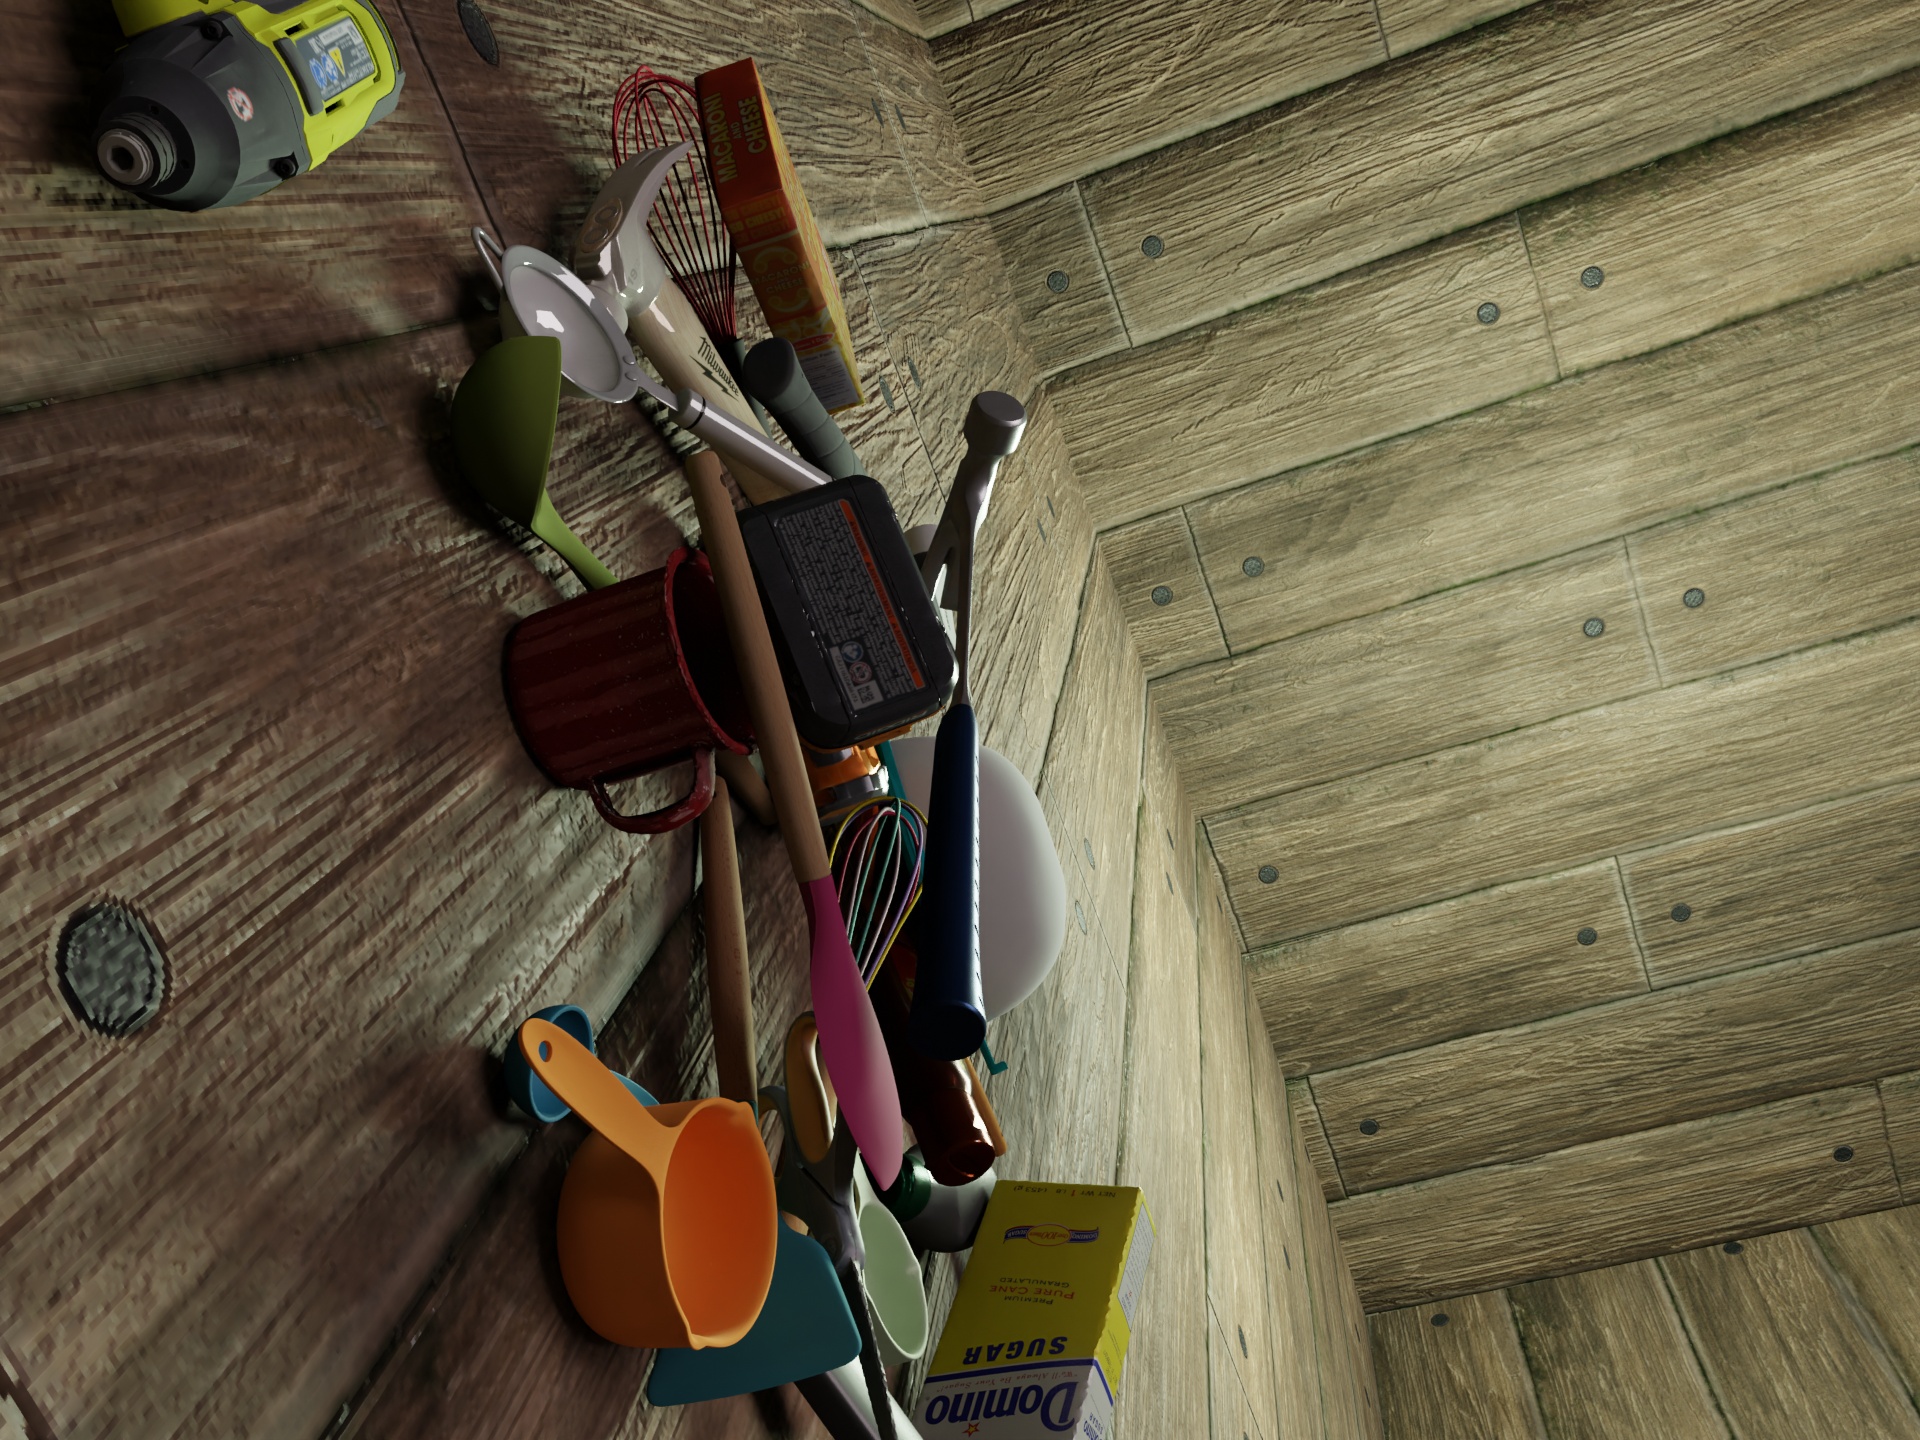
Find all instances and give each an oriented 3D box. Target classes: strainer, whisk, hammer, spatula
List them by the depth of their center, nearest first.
[{"bbox_3d":[-0.101,0.143,0.705,0.044,0.082,0.318,78,-1,-50],"label":"spatula"},{"bbox_3d":[-0.056,0.142,0.778,0.047,0.051,0.245,27,56,-22],"label":"whisk"},{"bbox_3d":[-0.144,-0.157,0.791,0.258,0.050,0.087,27,37,-41],"label":"strainer"},{"bbox_3d":[-0.001,-0.003,0.822,0.406,0.035,0.144,-87,-167,-46],"label":"hammer"},{"bbox_3d":[-0.113,-0.150,0.976,0.410,0.038,0.146,60,37,-49],"label":"hammer"},{"bbox_3d":[-0.152,-0.255,0.992,0.073,0.073,0.295,-70,147,-69],"label":"whisk"},{"bbox_3d":[0.000,0.041,1.009,0.211,0.095,0.340,-111,-176,-61],"label":"strainer"},{"bbox_3d":[-0.056,-0.124,1.009,0.408,0.036,0.149,51,27,-70],"label":"hammer"},{"bbox_3d":[-0.020,0.163,1.026,0.081,0.041,0.322,-111,178,-62],"label":"spatula"}]

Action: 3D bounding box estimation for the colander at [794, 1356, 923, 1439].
[{"bbox_3d":[-0.014,0.399,0.695,0.397,0.094,0.204,54,14,-1],"label":"colander"}]

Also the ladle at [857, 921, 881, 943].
[{"bbox_3d":[-0.005,0.272,0.989,0.069,0.031,0.315,-42,112,-77],"label":"ladle"}]

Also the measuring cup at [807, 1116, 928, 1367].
[{"bbox_3d":[-0.064,0.234,0.779,0.168,0.038,0.083,68,11,17],"label":"measuring cup"}]

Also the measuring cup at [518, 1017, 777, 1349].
[{"bbox_3d":[-0.125,0.158,0.562,0.095,0.052,0.173,-81,152,-43],"label":"measuring cup"}]

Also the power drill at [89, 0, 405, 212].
[{"bbox_3d":[-0.269,-0.278,0.497,0.171,0.080,0.223,-87,159,-57],"label":"power drill"}]

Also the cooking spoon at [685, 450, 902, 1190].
[{"bbox_3d":[-0.068,0.042,0.671,0.069,0.017,0.319,-24,99,-78],"label":"cooking spoon"}]

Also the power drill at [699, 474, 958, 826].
[{"bbox_3d":[-0.082,-0.050,0.816,0.226,0.084,0.185,131,-62,-72],"label":"power drill"}]

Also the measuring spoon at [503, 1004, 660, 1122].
[{"bbox_3d":[-0.144,0.143,0.611,0.128,0.021,0.042,68,33,-59],"label":"measuring spoon"}]

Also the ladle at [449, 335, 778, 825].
[{"bbox_3d":[-0.144,-0.047,0.759,0.319,0.062,0.078,62,11,-47],"label":"ladle"}]
